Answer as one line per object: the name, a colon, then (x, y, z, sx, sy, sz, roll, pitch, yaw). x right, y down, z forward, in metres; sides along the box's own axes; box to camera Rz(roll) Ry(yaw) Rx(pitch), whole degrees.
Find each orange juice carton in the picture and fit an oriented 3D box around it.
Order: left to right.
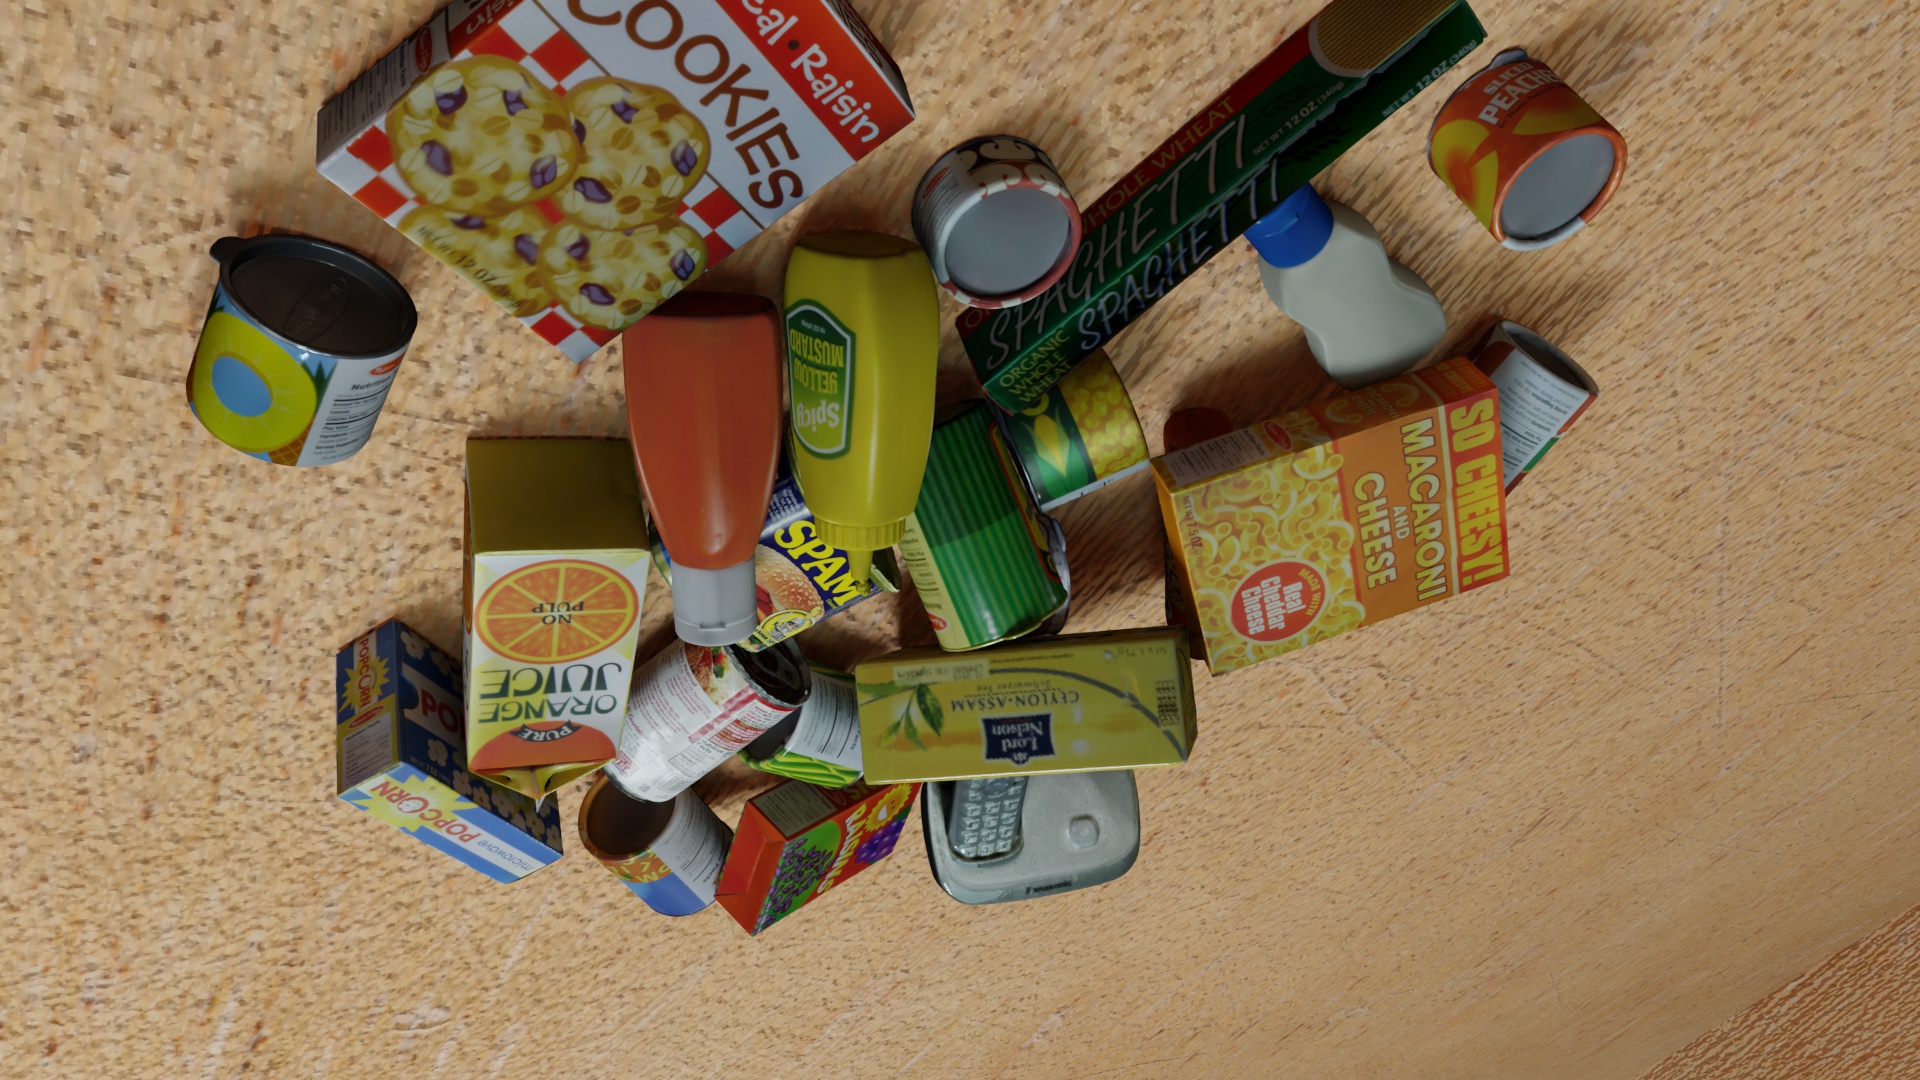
orange juice carton: (-0.197, 0.046, 0.656, 0.073, 0.072, 0.191, -2, 136, -23)

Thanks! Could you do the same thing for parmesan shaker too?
parmesan shaker: (0.002, -0.008, 0.651, 0.071, 0.071, 0.103, -23, 102, 0)

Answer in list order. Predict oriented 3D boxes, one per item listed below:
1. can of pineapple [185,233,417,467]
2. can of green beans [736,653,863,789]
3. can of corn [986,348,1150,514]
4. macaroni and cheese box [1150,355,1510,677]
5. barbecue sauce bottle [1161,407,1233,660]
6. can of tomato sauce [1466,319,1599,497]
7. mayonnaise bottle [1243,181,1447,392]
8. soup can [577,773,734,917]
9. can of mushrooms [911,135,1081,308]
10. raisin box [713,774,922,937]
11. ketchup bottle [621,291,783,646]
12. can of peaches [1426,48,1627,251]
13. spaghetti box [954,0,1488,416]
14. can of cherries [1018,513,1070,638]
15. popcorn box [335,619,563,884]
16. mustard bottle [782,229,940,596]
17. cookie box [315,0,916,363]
can of pineapple: (-0.243, -0.070, 0.508, 0.071, 0.071, 0.057, 12, 130, -35)
can of green beans: (-0.086, 0.101, 0.776, 0.058, 0.071, 0.071, 25, 122, -41)
can of corn: (0.050, -0.056, 0.662, 0.058, 0.071, 0.071, -24, 141, 1)
macaroni and cheese box: (0.192, -0.011, 0.713, 0.166, 0.040, 0.123, -19, 124, 0)
barbecue sauce bottle: (0.133, -0.005, 0.764, 0.044, 0.065, 0.147, -10, 132, 0)
can of tomato sauce: (0.293, -0.069, 0.758, 0.071, 0.071, 0.082, 10, 128, -33)
mayonnaise bottle: (0.176, -0.126, 0.660, 0.064, 0.041, 0.148, -38, 137, 19)
soup can: (-0.180, 0.175, 0.818, 0.071, 0.071, 0.083, -23, 140, 1)
can of mushrooms: (0.018, -0.132, 0.583, 0.071, 0.033, 0.070, -13, 139, -11)
raisin box: (-0.082, 0.173, 0.836, 0.124, 0.040, 0.085, -20, 140, -47)
ketchup bottle: (-0.107, -0.029, 0.589, 0.065, 0.044, 0.148, 0, 112, -5)
can of peaches: (0.255, -0.175, 0.626, 0.071, 0.058, 0.071, -13, 141, -11)
spaghetti box: (0.102, -0.148, 0.592, 0.249, 0.050, 0.028, -38, 137, 18)
can of cherries: (0.019, 0.018, 0.732, 0.058, 0.072, 0.071, -6, 138, -17)
popcorn box: (-0.252, 0.108, 0.691, 0.038, 0.085, 0.126, -27, 141, 7)
mustard bottle: (-0.042, -0.047, 0.587, 0.049, 0.065, 0.159, -17, 117, -38)
cookie box: (-0.118, -0.152, 0.493, 0.167, 0.040, 0.122, -32, 140, 14)
